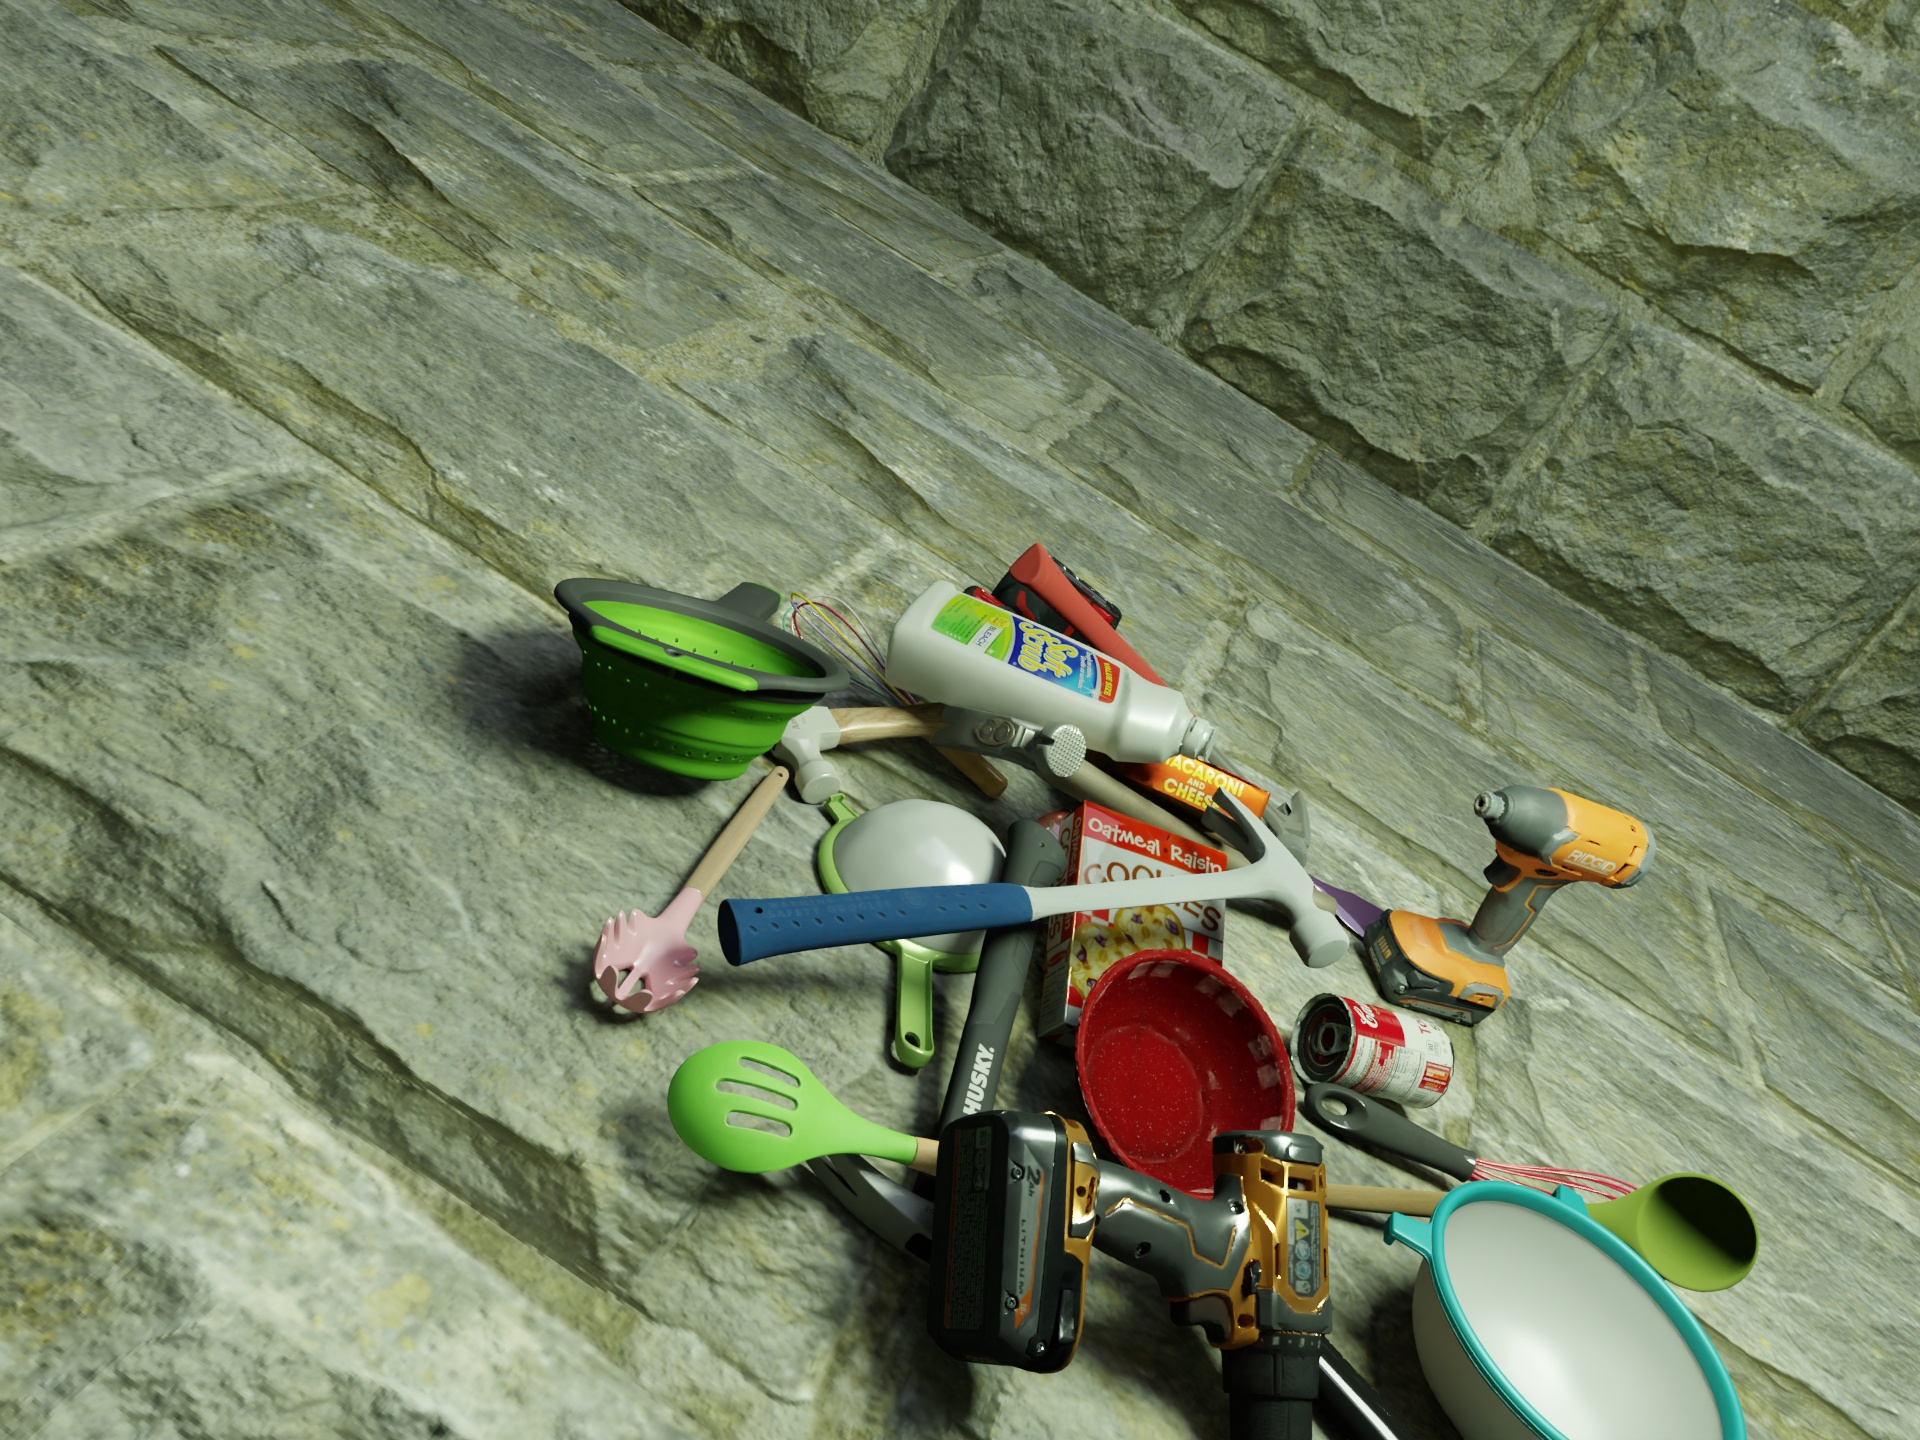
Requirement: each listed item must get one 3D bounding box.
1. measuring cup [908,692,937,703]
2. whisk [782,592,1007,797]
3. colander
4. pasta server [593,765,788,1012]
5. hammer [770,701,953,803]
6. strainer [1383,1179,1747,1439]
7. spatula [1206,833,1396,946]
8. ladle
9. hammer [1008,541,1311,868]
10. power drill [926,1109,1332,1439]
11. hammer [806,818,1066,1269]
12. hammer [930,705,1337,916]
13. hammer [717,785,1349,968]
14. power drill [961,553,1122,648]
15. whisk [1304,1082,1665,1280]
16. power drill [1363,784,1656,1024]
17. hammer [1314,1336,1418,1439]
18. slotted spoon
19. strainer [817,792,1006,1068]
[{"bbox_3d":[0.008,-0.019,1.377,0.167,0.038,0.083,30,16,-33],"label":"measuring cup"},{"bbox_3d":[-0.056,-0.023,1.304,0.245,0.047,0.051,42,46,13],"label":"whisk"},{"bbox_3d":[-0.183,-0.036,1.156,0.204,0.094,0.397,19,11,-2],"label":"colander"},{"bbox_3d":[-0.157,0.093,1.002,0.060,0.040,0.316,36,25,-4],"label":"pasta server"},{"bbox_3d":[-0.002,-0.004,1.260,0.331,0.031,0.130,-5,45,-32],"label":"hammer"},{"bbox_3d":[0.375,0.431,0.912,0.210,0.095,0.341,6,38,-37],"label":"strainer"},{"bbox_3d":[0.283,0.130,1.417,0.316,0.018,0.060,31,33,-2],"label":"spatula"},{"bbox_3d":[0.379,0.331,1.062,0.320,0.078,0.062,8,-4,-10],"label":"ladle"},{"bbox_3d":[0.180,-0.019,1.403,0.359,0.036,0.149,45,20,-7],"label":"hammer"},{"bbox_3d":[0.098,0.297,0.816,0.226,0.084,0.185,15,66,-28],"label":"power drill"},{"bbox_3d":[0.013,0.178,0.963,0.146,0.035,0.335,27,39,-8],"label":"hammer"},{"bbox_3d":[0.158,0.085,1.252,0.410,0.038,0.146,29,-11,-37],"label":"hammer"},{"bbox_3d":[0.047,0.110,0.995,0.405,0.035,0.144,-2,42,-26],"label":"hammer"},{"bbox_3d":[0.085,-0.064,1.452,0.188,0.080,0.227,39,22,2],"label":"power drill"},{"bbox_3d":[0.381,0.327,1.139,0.296,0.073,0.073,24,27,-2],"label":"whisk"},{"bbox_3d":[0.436,0.144,1.311,0.164,0.226,0.084,19,35,-23],"label":"power drill"},{"bbox_3d":[0.265,0.431,0.864,0.128,0.033,0.331,-3,42,-50],"label":"hammer"},{"bbox_3d":[-0.003,0.233,0.845,0.313,0.031,0.070,21,51,-19],"label":"slotted spoon"},{"bbox_3d":[-0.018,0.124,1.056,0.151,0.069,0.257,24,26,-13],"label":"strainer"}]
